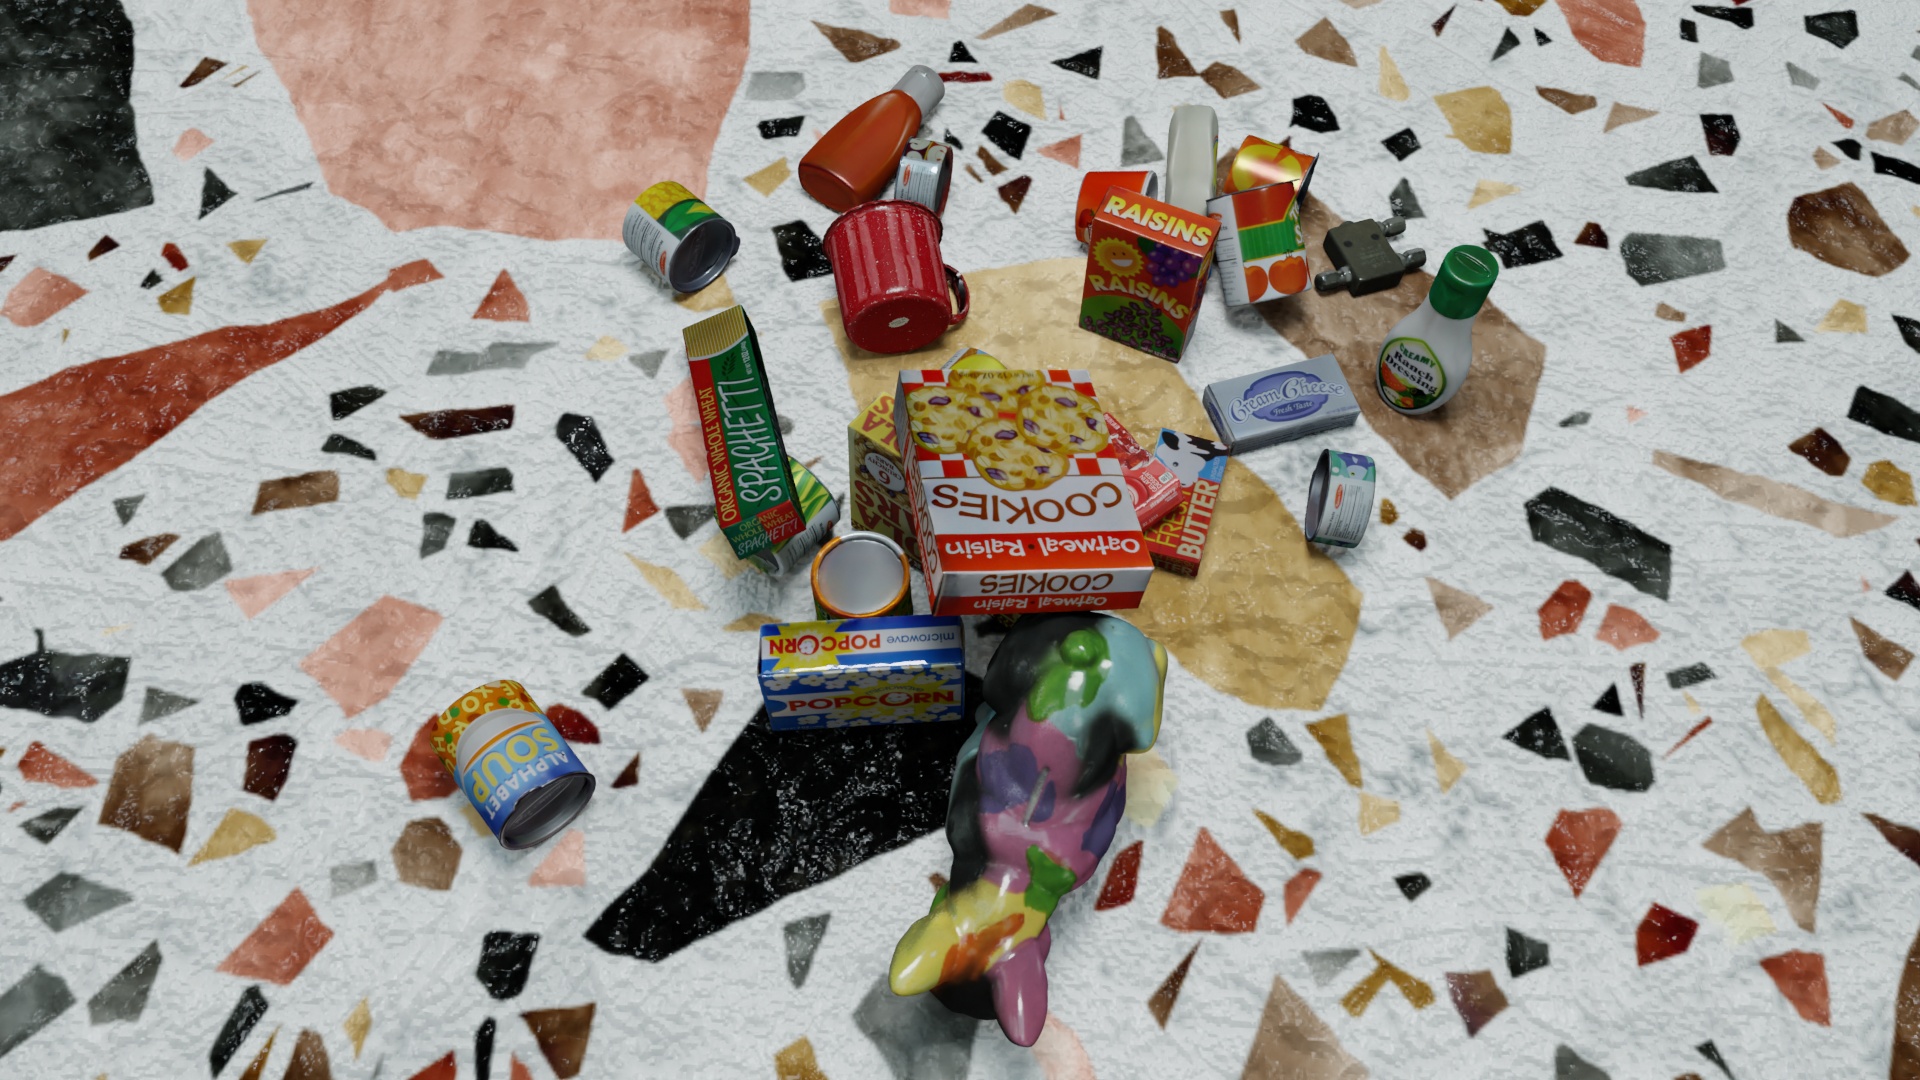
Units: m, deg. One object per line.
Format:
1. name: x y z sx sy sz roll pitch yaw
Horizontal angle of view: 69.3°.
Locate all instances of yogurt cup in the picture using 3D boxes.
1. yogurt cup: 0.122 -0.259 1.090 0.054 0.072 0.073 11 61 14

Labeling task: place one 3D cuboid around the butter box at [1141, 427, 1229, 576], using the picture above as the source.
1. butter box: 0.153 -0.027 0.980 0.053 0.024 0.104 15 61 8

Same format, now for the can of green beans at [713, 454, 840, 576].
1. can of green beans: -0.125 -0.017 0.946 0.071 0.071 0.058 36 67 18

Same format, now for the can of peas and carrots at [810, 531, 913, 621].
1. can of peas and carrots: -0.065 0.037 0.920 0.071 0.058 0.071 0 60 0

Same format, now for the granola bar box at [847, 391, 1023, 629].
1. granola bar box: 0.003 -0.011 0.911 0.166 0.123 0.039 33 62 16

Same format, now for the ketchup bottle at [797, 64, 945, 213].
1. ketchup bottle: -0.067 -0.333 1.139 0.065 0.043 0.149 30 64 14

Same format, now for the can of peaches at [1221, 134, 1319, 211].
1. can of peaches: 0.245 -0.284 1.103 0.058 0.071 0.071 23 63 12

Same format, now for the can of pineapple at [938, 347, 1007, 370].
1. can of pineapple: 0.005 -0.094 0.993 0.071 0.070 0.058 35 66 17

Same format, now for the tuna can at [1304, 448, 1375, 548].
1. tuna can: 0.262 -0.029 0.962 0.033 0.070 0.071 10 61 4

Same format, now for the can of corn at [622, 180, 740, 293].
1. can of corn: -0.215 -0.235 1.069 0.058 0.071 0.071 40 67 20

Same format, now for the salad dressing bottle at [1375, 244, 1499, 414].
1. salad dressing bottle: 0.338 -0.148 0.981 0.044 0.147 0.064 -41 68 -21

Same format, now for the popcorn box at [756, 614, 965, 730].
1. popcorn box: -0.060 0.084 0.878 0.127 0.084 0.038 -3 60 -2

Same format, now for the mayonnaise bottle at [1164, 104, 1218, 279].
1. mayonnaise bottle: 0.182 -0.270 1.100 0.041 0.064 0.148 2 64 8

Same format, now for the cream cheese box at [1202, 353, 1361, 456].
1. cream cheese box: 0.236 -0.100 1.023 0.104 0.024 0.053 -14 61 -9

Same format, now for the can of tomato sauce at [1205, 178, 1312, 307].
1. can of tomato sauce: 0.228 -0.224 1.050 0.071 0.071 0.083 -14 100 -9

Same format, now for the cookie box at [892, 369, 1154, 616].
1. cookie box: 0.033 -0.032 0.822 0.123 0.040 0.168 -1 48 -13

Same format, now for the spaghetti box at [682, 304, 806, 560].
1. spaghetti box: -0.151 -0.082 0.951 0.050 0.028 0.251 -23 42 1

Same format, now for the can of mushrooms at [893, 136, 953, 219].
1. can of mushrooms: -0.029 -0.285 1.101 0.033 0.070 0.071 12 61 6

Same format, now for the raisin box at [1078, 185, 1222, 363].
1. raisin box: 0.137 -0.194 1.018 0.086 0.122 0.040 23 63 12

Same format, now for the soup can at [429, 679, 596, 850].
1. soup can: -0.276 0.136 0.853 0.071 0.071 0.084 -37 67 -20
